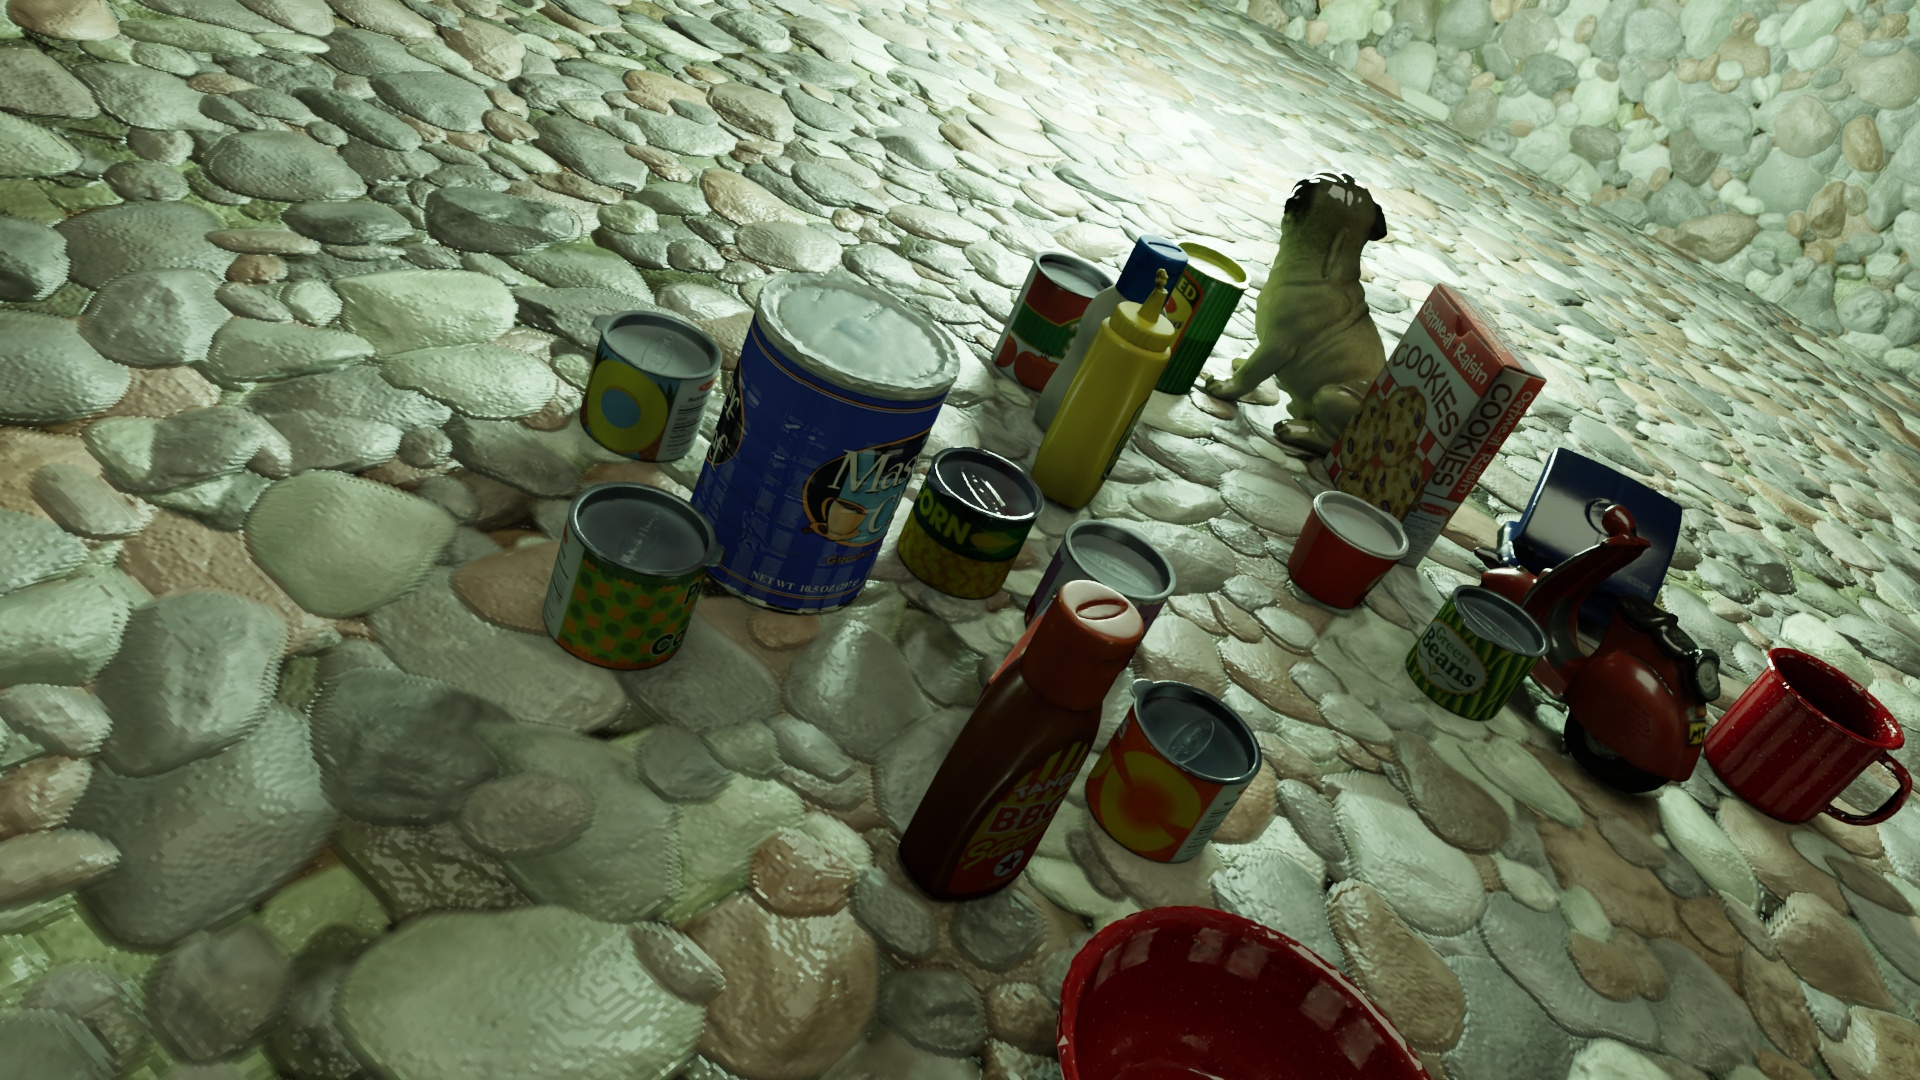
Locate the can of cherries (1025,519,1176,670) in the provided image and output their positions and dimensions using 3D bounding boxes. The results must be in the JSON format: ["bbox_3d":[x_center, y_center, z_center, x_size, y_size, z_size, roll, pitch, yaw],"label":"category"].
[{"bbox_3d":[0.077,0.031,0.763,0.071,0.058,0.072,18,32,-12],"label":"can of cherries"}]

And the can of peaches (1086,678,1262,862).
[{"bbox_3d":[0.099,0.109,0.663,0.071,0.057,0.071,18,32,-12],"label":"can of peaches"}]

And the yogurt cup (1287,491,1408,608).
[{"bbox_3d":[0.254,0.008,0.922,0.072,0.053,0.073,18,32,-12],"label":"yogurt cup"}]

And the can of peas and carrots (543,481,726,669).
[{"bbox_3d":[-0.148,0.017,0.628,0.071,0.058,0.071,18,32,-12],"label":"can of peas and carrots"}]

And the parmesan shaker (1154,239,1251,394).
[{"bbox_3d":[0.175,-0.172,1.085,0.071,0.102,0.072,18,32,-12],"label":"parmesan shaker"}]

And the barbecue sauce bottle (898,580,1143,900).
[{"bbox_3d":[0.027,0.082,0.567,0.065,0.147,0.044,-8,44,-42],"label":"barbecue sauce bottle"}]

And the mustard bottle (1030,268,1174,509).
[{"bbox_3d":[0.094,-0.096,0.864,0.049,0.159,0.065,28,32,5],"label":"mustard bottle"}]

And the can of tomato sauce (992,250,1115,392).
[{"bbox_3d":[0.070,-0.156,1.009,0.071,0.082,0.071,18,32,-12],"label":"can of tomato sauce"}]

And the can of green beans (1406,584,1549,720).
[{"bbox_3d":[0.324,0.071,0.875,0.071,0.057,0.071,18,32,-12],"label":"can of green beans"}]

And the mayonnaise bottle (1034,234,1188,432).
[{"bbox_3d":[0.105,-0.133,0.938,0.065,0.147,0.041,3,38,-32],"label":"mayonnaise bottle"}]

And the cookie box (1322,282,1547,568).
[{"bbox_3d":[0.337,-0.084,1.007,0.040,0.166,0.123,14,33,-17],"label":"cookie box"}]

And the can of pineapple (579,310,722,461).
[{"bbox_3d":[-0.172,-0.086,0.763,0.071,0.057,0.071,18,32,-12],"label":"can of pineapple"}]

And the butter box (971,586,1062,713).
[{"bbox_3d":[0.033,0.068,0.682,0.024,0.052,0.104,31,32,9],"label":"butter box"}]

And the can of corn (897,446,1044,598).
[{"bbox_3d":[0.003,-0.010,0.771,0.071,0.058,0.071,18,32,-12],"label":"can of corn"}]
